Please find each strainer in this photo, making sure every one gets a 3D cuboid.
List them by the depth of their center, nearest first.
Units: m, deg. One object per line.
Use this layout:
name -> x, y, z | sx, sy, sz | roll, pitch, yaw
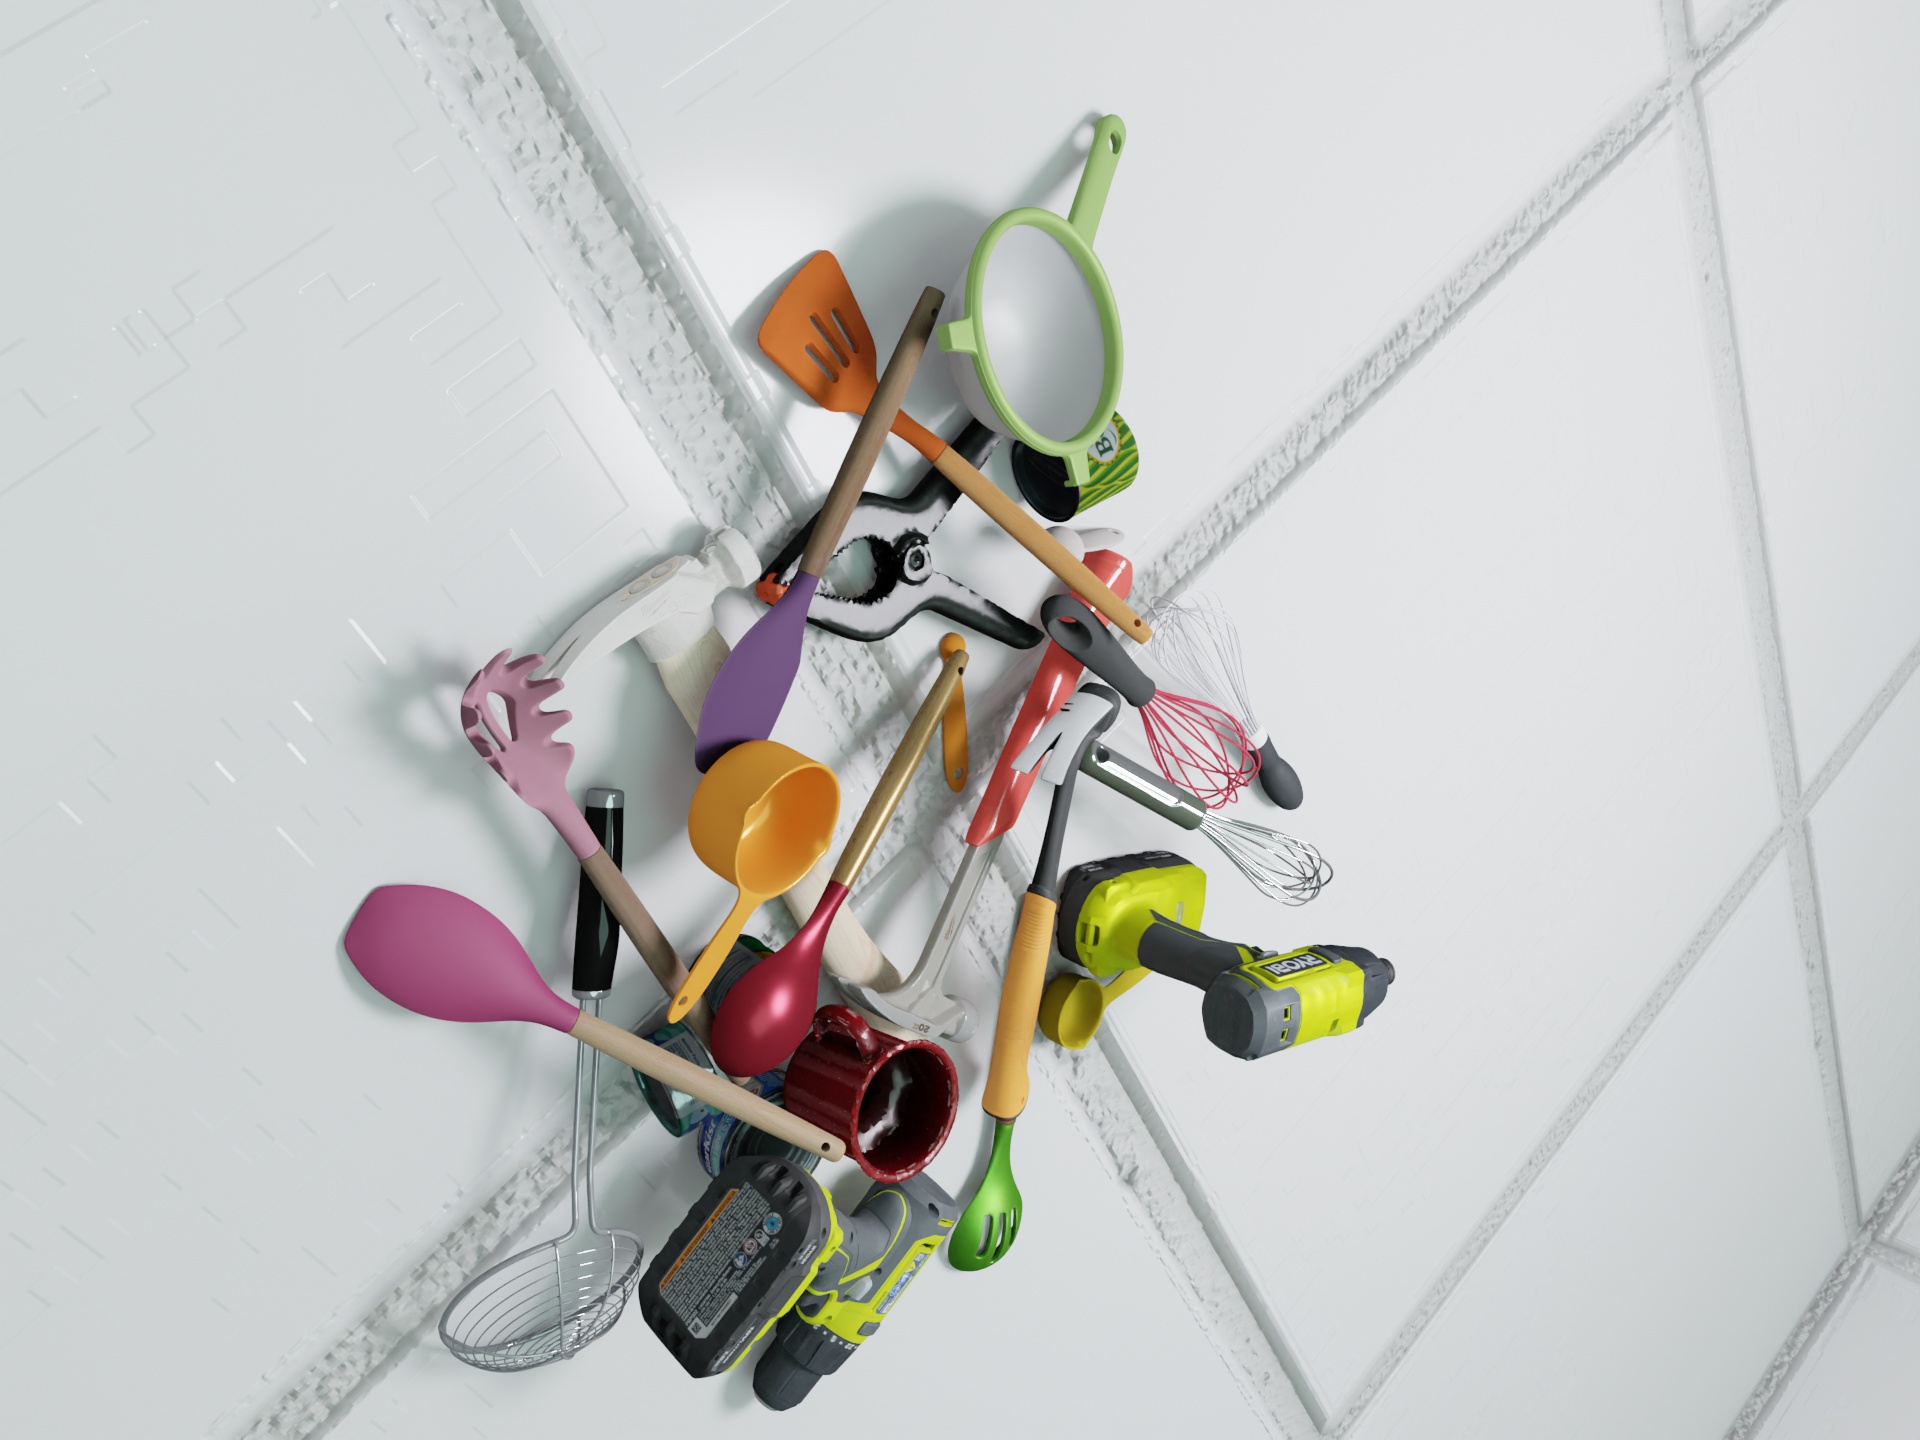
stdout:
strainer -> 0.048, -0.282, 1.012 | 0.151, 0.069, 0.256 | 40, 58, -40

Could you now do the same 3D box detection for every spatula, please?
spatula -> -0.081, -0.110, 0.936 | 0.059, 0.018, 0.316 | 25, 90, -50
spatula -> 0.008, -0.153, 0.992 | 0.322, 0.041, 0.081 | 39, 66, -17

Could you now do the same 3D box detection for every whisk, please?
whisk -> 0.137, -0.011, 1.132 | 0.295, 0.073, 0.073 | 39, 79, -46
whisk -> 0.177, 0.072, 1.157 | 0.246, 0.059, 0.058 | 29, 53, -26
whisk -> 0.218, -0.007, 1.247 | 0.070, 0.070, 0.284 | -53, 135, -13

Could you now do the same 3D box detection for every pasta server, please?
pasta server -> -0.194, 0.096, 0.909 | 0.060, 0.040, 0.316 | -52, 126, -41

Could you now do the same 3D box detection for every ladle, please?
ladle -> -0.065, 0.084, 1.009 | 0.069, 0.031, 0.315 | 48, 60, -40

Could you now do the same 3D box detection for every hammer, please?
hammer -> -0.119, 0.084, 1.014 | 0.146, 0.038, 0.410 | -38, 126, -22
hammer -> 0.029, 0.041, 1.091 | 0.149, 0.037, 0.359 | 37, 74, -52
hammer -> 0.050, 0.145, 1.096 | 0.127, 0.034, 0.336 | -44, 148, -57

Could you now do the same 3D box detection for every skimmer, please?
skimmer -> -0.242, 0.219, 0.962 | 0.127, 0.090, 0.363 | 2, 93, -42

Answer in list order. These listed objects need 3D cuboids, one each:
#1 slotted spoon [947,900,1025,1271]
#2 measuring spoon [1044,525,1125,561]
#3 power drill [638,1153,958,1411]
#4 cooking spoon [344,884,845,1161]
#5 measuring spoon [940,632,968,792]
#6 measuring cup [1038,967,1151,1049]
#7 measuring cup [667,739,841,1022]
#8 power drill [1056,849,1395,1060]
slotted spoon -> 0.036, 0.283, 1.215 | 0.070, 0.031, 0.313 | -2, 105, -40
measuring spoon -> 0.089, -0.129, 1.095 | 0.124, 0.034, 0.018 | -23, 139, -60
power drill -> -0.111, 0.379, 1.063 | 0.190, 0.080, 0.228 | -52, 149, -3
cooking spoon -> -0.201, 0.185, 0.918 | 0.318, 0.017, 0.069 | 32, 81, -19
measuring spoon -> -0.002, -0.004, 1.096 | 0.021, 0.011, 0.116 | -16, 114, -35
measuring cup -> 0.115, 0.206, 1.261 | 0.156, 0.029, 0.062 | -28, 121, -43
measuring cup -> -0.140, 0.091, 0.934 | 0.173, 0.052, 0.095 | -59, 150, -2
power drill -> 0.194, 0.170, 1.173 | 0.171, 0.223, 0.080 | -7, 109, -38
